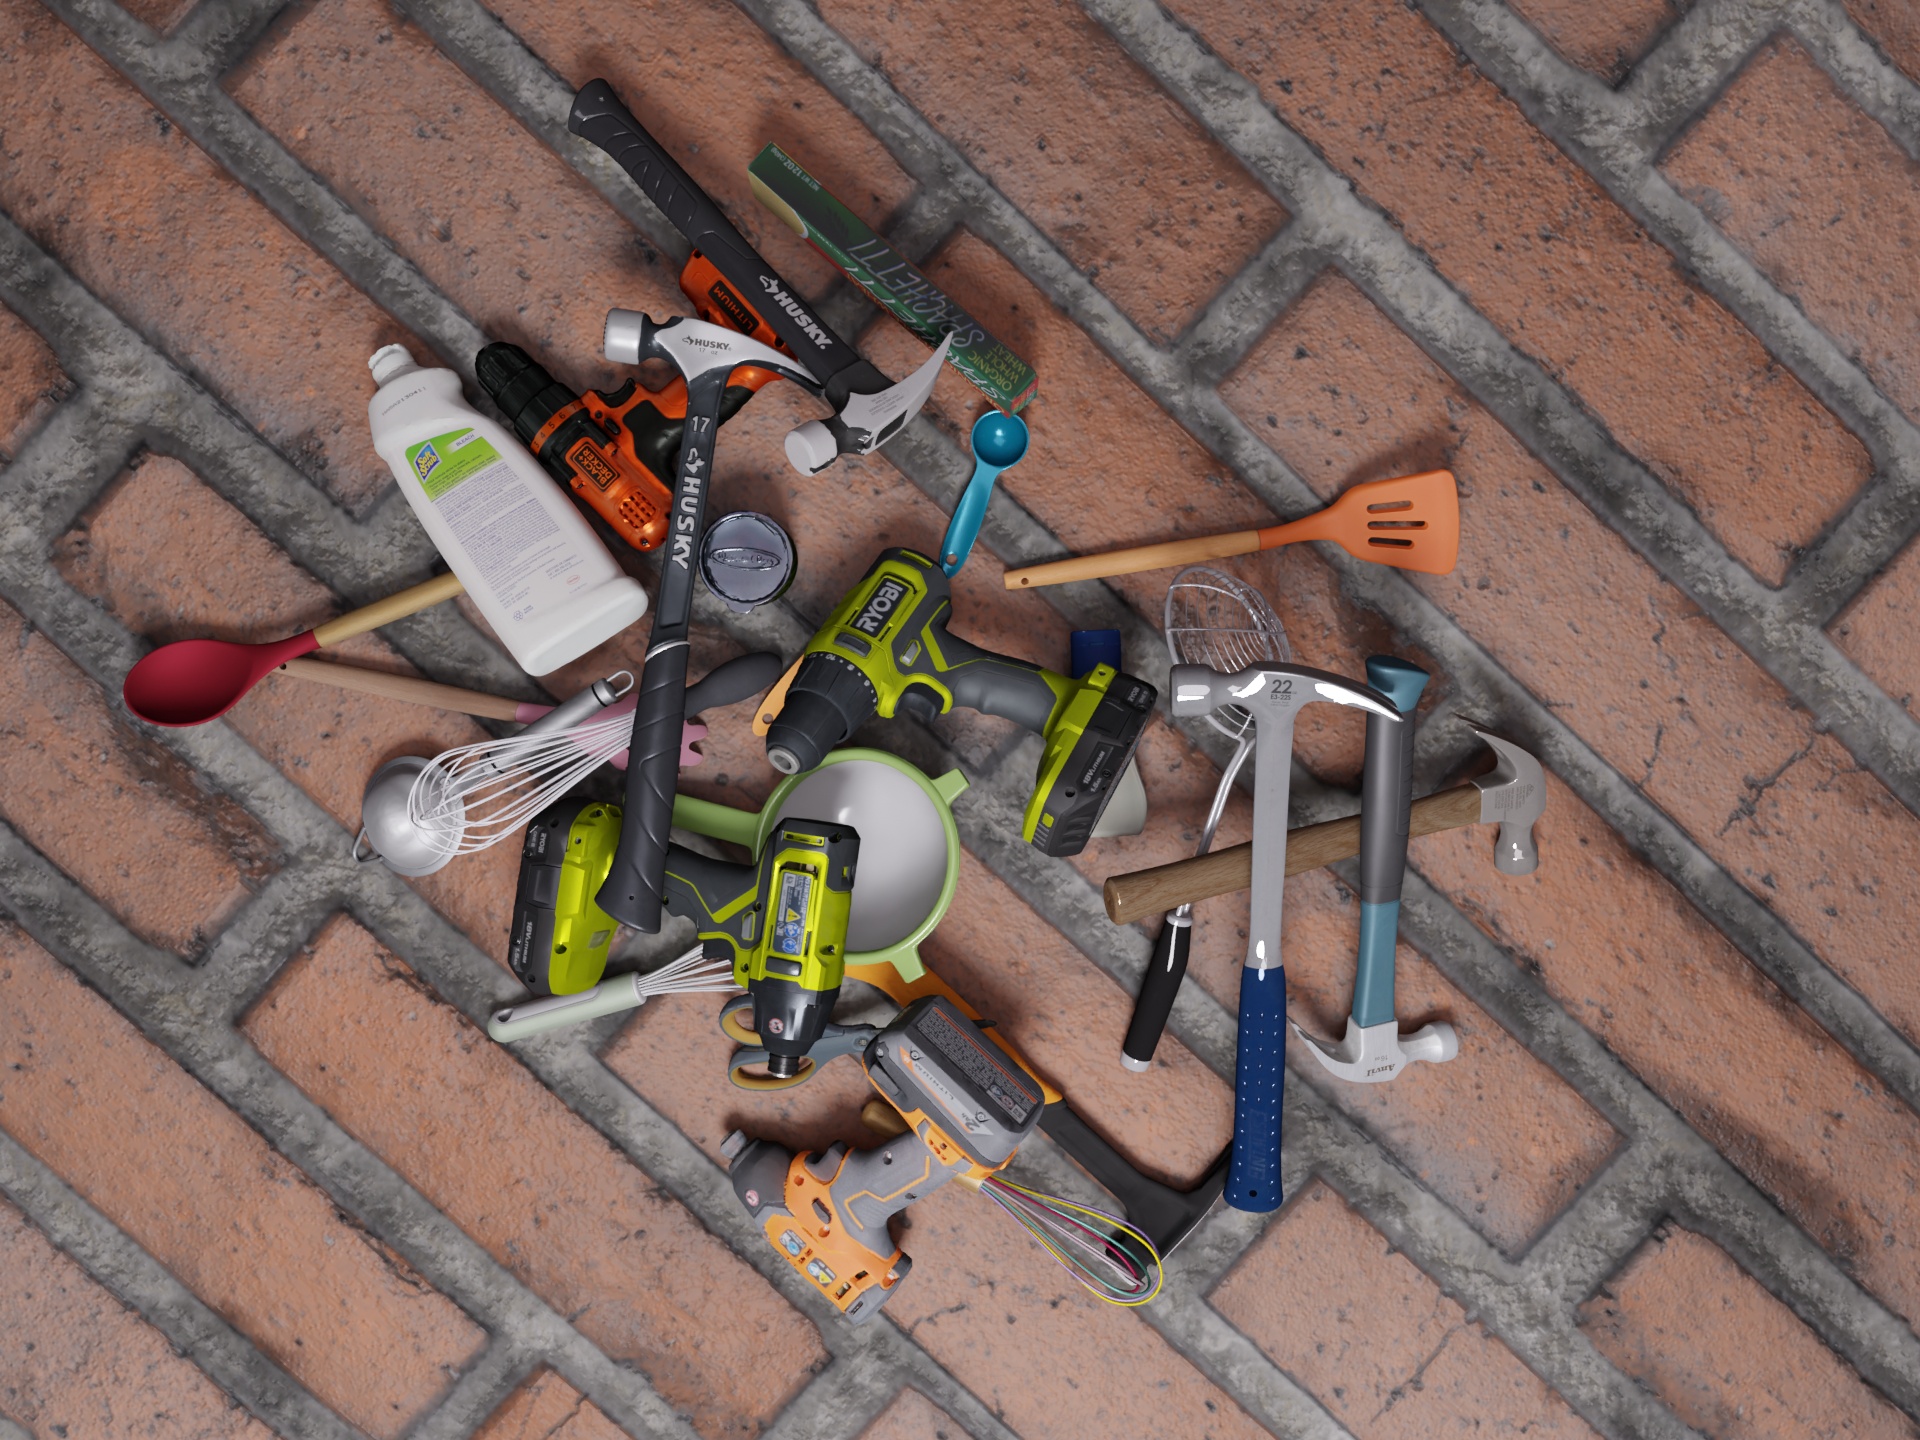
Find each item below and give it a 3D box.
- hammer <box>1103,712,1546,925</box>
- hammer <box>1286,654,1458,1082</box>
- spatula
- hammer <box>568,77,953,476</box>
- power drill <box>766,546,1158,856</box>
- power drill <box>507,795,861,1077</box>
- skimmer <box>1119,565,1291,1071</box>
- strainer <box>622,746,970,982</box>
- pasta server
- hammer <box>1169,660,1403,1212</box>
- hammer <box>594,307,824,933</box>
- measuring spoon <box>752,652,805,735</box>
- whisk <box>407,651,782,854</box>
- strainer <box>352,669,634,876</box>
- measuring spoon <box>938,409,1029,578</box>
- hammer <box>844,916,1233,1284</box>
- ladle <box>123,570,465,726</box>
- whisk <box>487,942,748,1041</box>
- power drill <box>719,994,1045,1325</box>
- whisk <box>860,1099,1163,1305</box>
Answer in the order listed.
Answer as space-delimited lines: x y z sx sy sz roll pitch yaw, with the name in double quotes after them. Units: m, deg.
0.258 0.083 1.108 0.331 0.031 0.130 -13 116 -12 "hammer"
0.291 0.109 1.094 0.128 0.033 0.330 -10 115 -14 "hammer"
0.191 -0.123 1.141 0.322 0.041 0.081 -9 118 1 "spatula"
-0.148 -0.315 1.072 0.146 0.035 0.335 -35 77 -29 "hammer"
-0.002 -0.003 1.069 0.228 0.080 0.191 26 54 9 "power drill"
-0.187 0.141 1.085 0.223 0.080 0.171 8 89 15 "power drill"
0.153 0.074 1.140 0.090 0.127 0.363 28 110 37 "skimmer"
-0.116 0.084 1.143 0.256 0.069 0.151 13 89 15 "strainer"
-0.341 -0.012 1.144 0.316 0.040 0.060 11 93 2 "pasta server"
0.210 0.154 1.066 0.144 0.035 0.405 0 111 5 "hammer"
-0.186 -0.065 1.052 0.149 0.036 0.409 7 84 -8 "hammer"
-0.113 -0.035 1.156 0.021 0.011 0.117 39 95 -4 "measuring spoon"
-0.240 0.013 1.081 0.284 0.070 0.070 -26 94 -31 "whisk"
-0.336 0.033 1.116 0.258 0.050 0.087 -32 83 8 "strainer"
0.013 -0.163 1.151 0.042 0.021 0.128 23 102 1 "measuring spoon"
0.046 0.258 1.163 0.337 0.034 0.127 42 92 -3 "hammer"
-0.431 -0.070 1.126 0.315 0.031 0.069 -23 70 -6 "ladle"
-0.225 0.190 1.148 0.246 0.058 0.059 -16 124 4 "whisk"
-0.065 0.298 1.110 0.164 0.084 0.226 42 115 8 "power drill"
0.033 0.346 1.143 0.245 0.051 0.047 28 124 12 "whisk"
